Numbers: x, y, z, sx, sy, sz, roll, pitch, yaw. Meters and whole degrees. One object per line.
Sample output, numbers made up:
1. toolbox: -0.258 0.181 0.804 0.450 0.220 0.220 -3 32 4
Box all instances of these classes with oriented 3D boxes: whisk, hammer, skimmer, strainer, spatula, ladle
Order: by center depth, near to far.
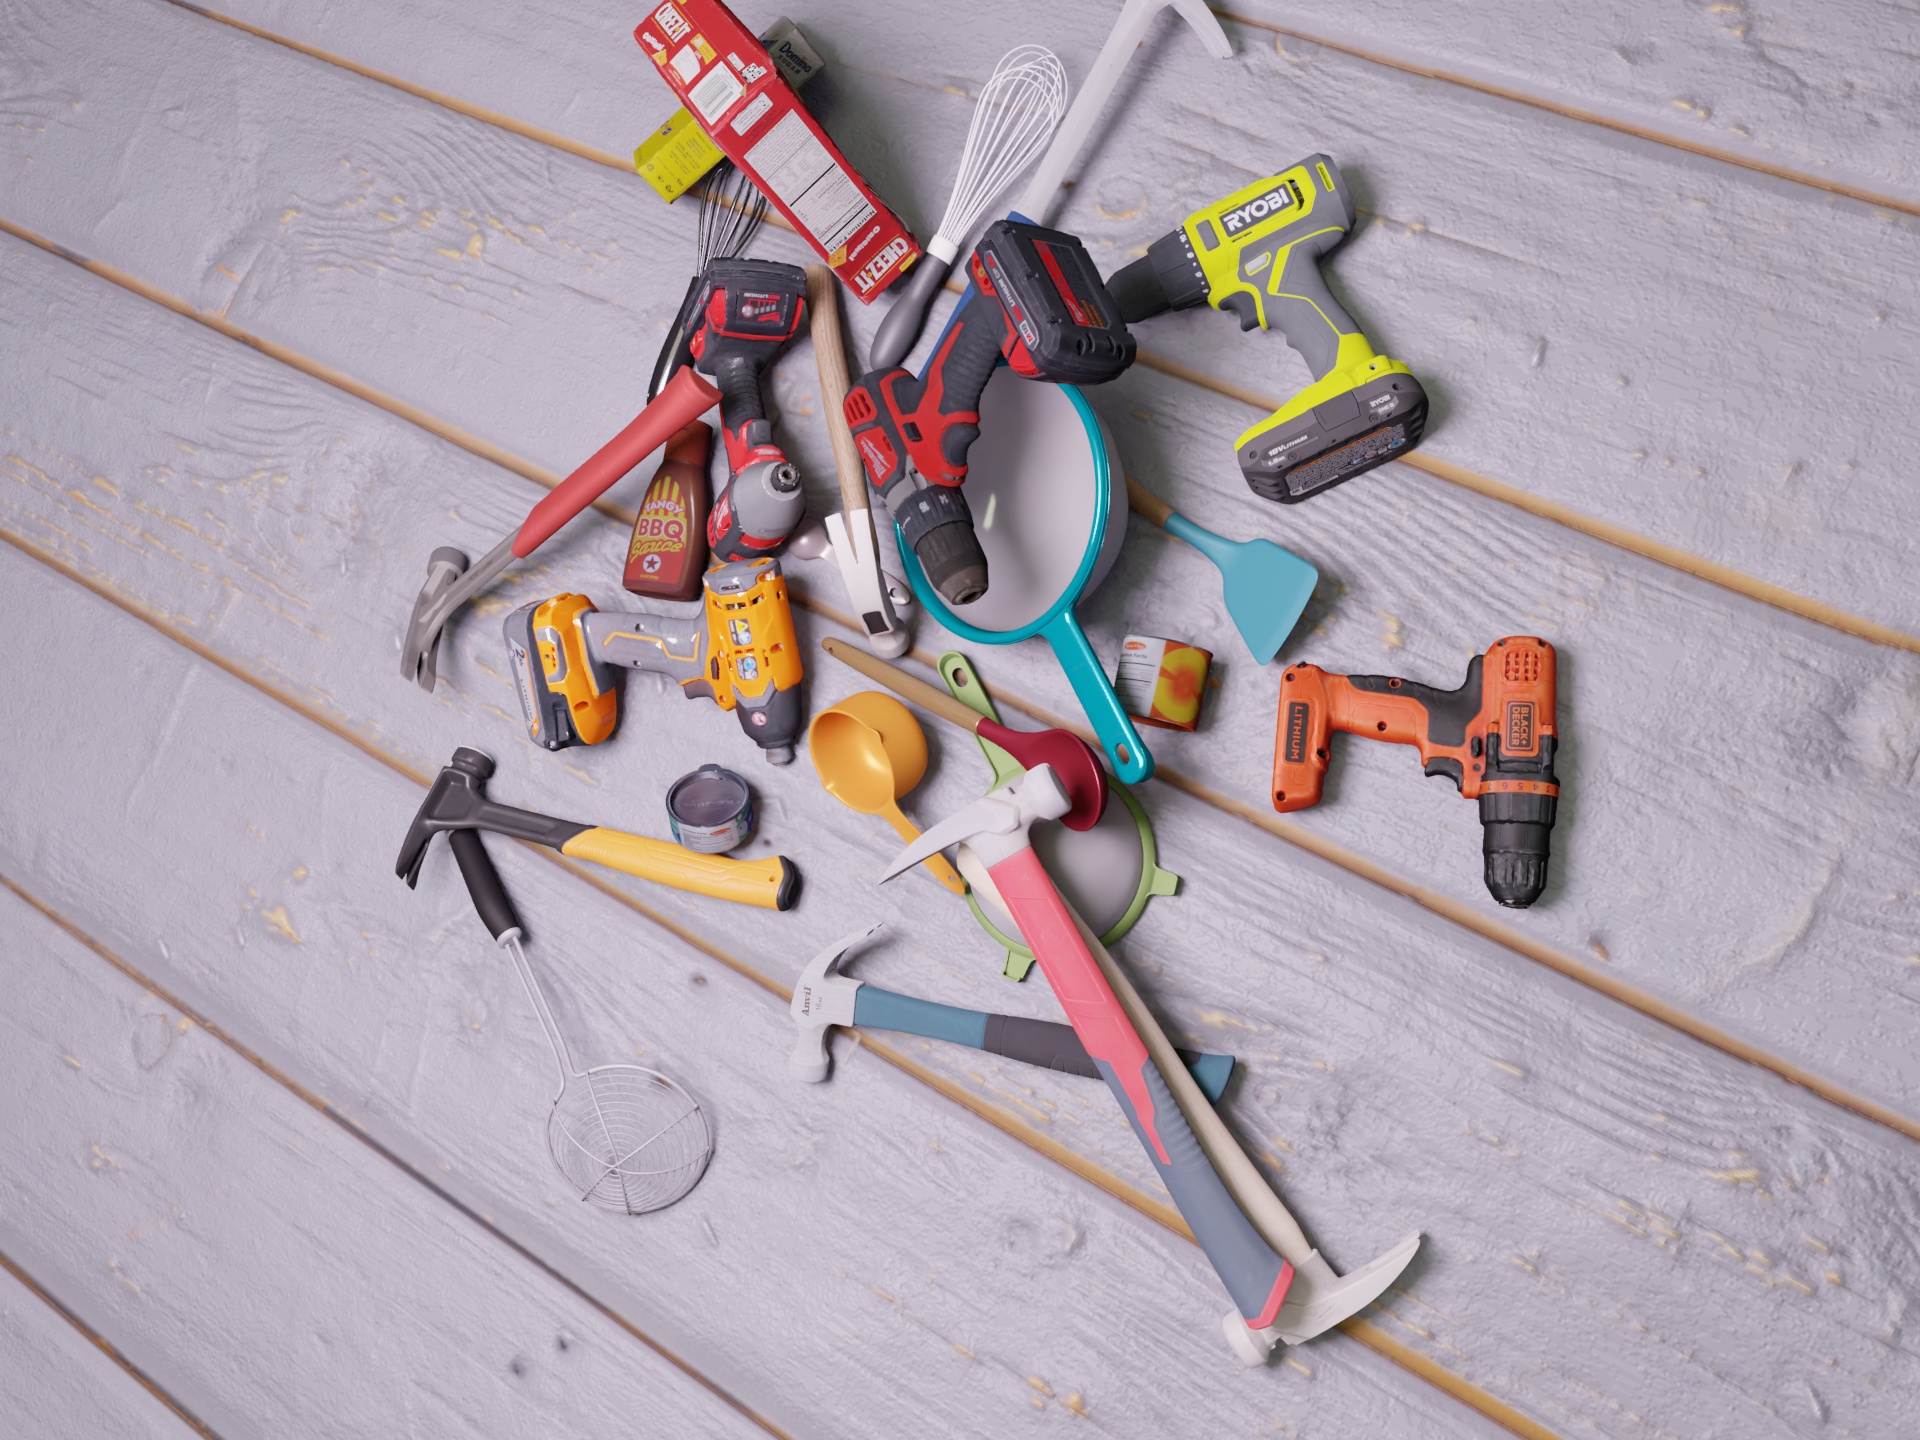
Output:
1. hammer: 0.093 0.229 1.058 0.143 0.038 0.386 -31 83 12
2. hammer: 0.138 0.228 1.084 0.146 0.038 0.411 -36 83 12
3. hammer: 0.032 0.230 1.156 0.331 0.033 0.128 9 101 17
4. strainer: 0.079 -0.107 1.157 0.211 0.095 0.341 -41 66 38
5. strainer: 0.039 0.054 1.171 0.151 0.069 0.256 -31 74 12
6. ladle: -0.002 -0.004 1.172 0.316 0.031 0.069 29 124 40
7. spatula: 0.133 -0.164 1.189 0.318 0.044 0.082 39 122 22
8. hammer: 0.062 -0.396 1.234 0.144 0.035 0.405 26 99 -20
9. hammer: -0.090 -0.220 1.245 0.031 0.130 0.332 -13 67 5
10. whisk: 0.000 -0.405 1.270 0.070 0.070 0.284 33 97 21
11. hammer: -0.324 -0.162 1.271 0.359 0.036 0.149 -32 42 28
12. hammer: -0.289 0.108 1.279 0.337 0.034 0.127 11 60 17
13. skimmer: -0.324 0.229 1.290 0.127 0.090 0.364 -41 61 12
14. whisk: -0.219 -0.370 1.346 0.055 0.055 0.239 22 93 21

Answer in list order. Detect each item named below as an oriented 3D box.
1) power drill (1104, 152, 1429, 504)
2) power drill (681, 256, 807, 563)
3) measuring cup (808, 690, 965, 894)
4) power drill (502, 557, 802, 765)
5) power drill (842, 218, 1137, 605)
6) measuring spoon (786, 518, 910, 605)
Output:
1. power drill: 0.222 -0.280 1.162 0.190 0.080 0.229 -24 71 14
2. power drill: -0.164 -0.244 1.256 0.078 0.143 0.220 -1 77 -23
3. measuring cup: -0.040 0.053 1.203 0.173 0.052 0.095 50 139 5
4. power drill: -0.234 -0.035 1.266 0.226 0.084 0.164 -6 105 15
5. power drill: 0.017 -0.207 1.095 0.226 0.080 0.188 -41 64 41
6. measuring spoon: -0.091 -0.126 1.273 0.124 0.018 0.034 32 92 20
